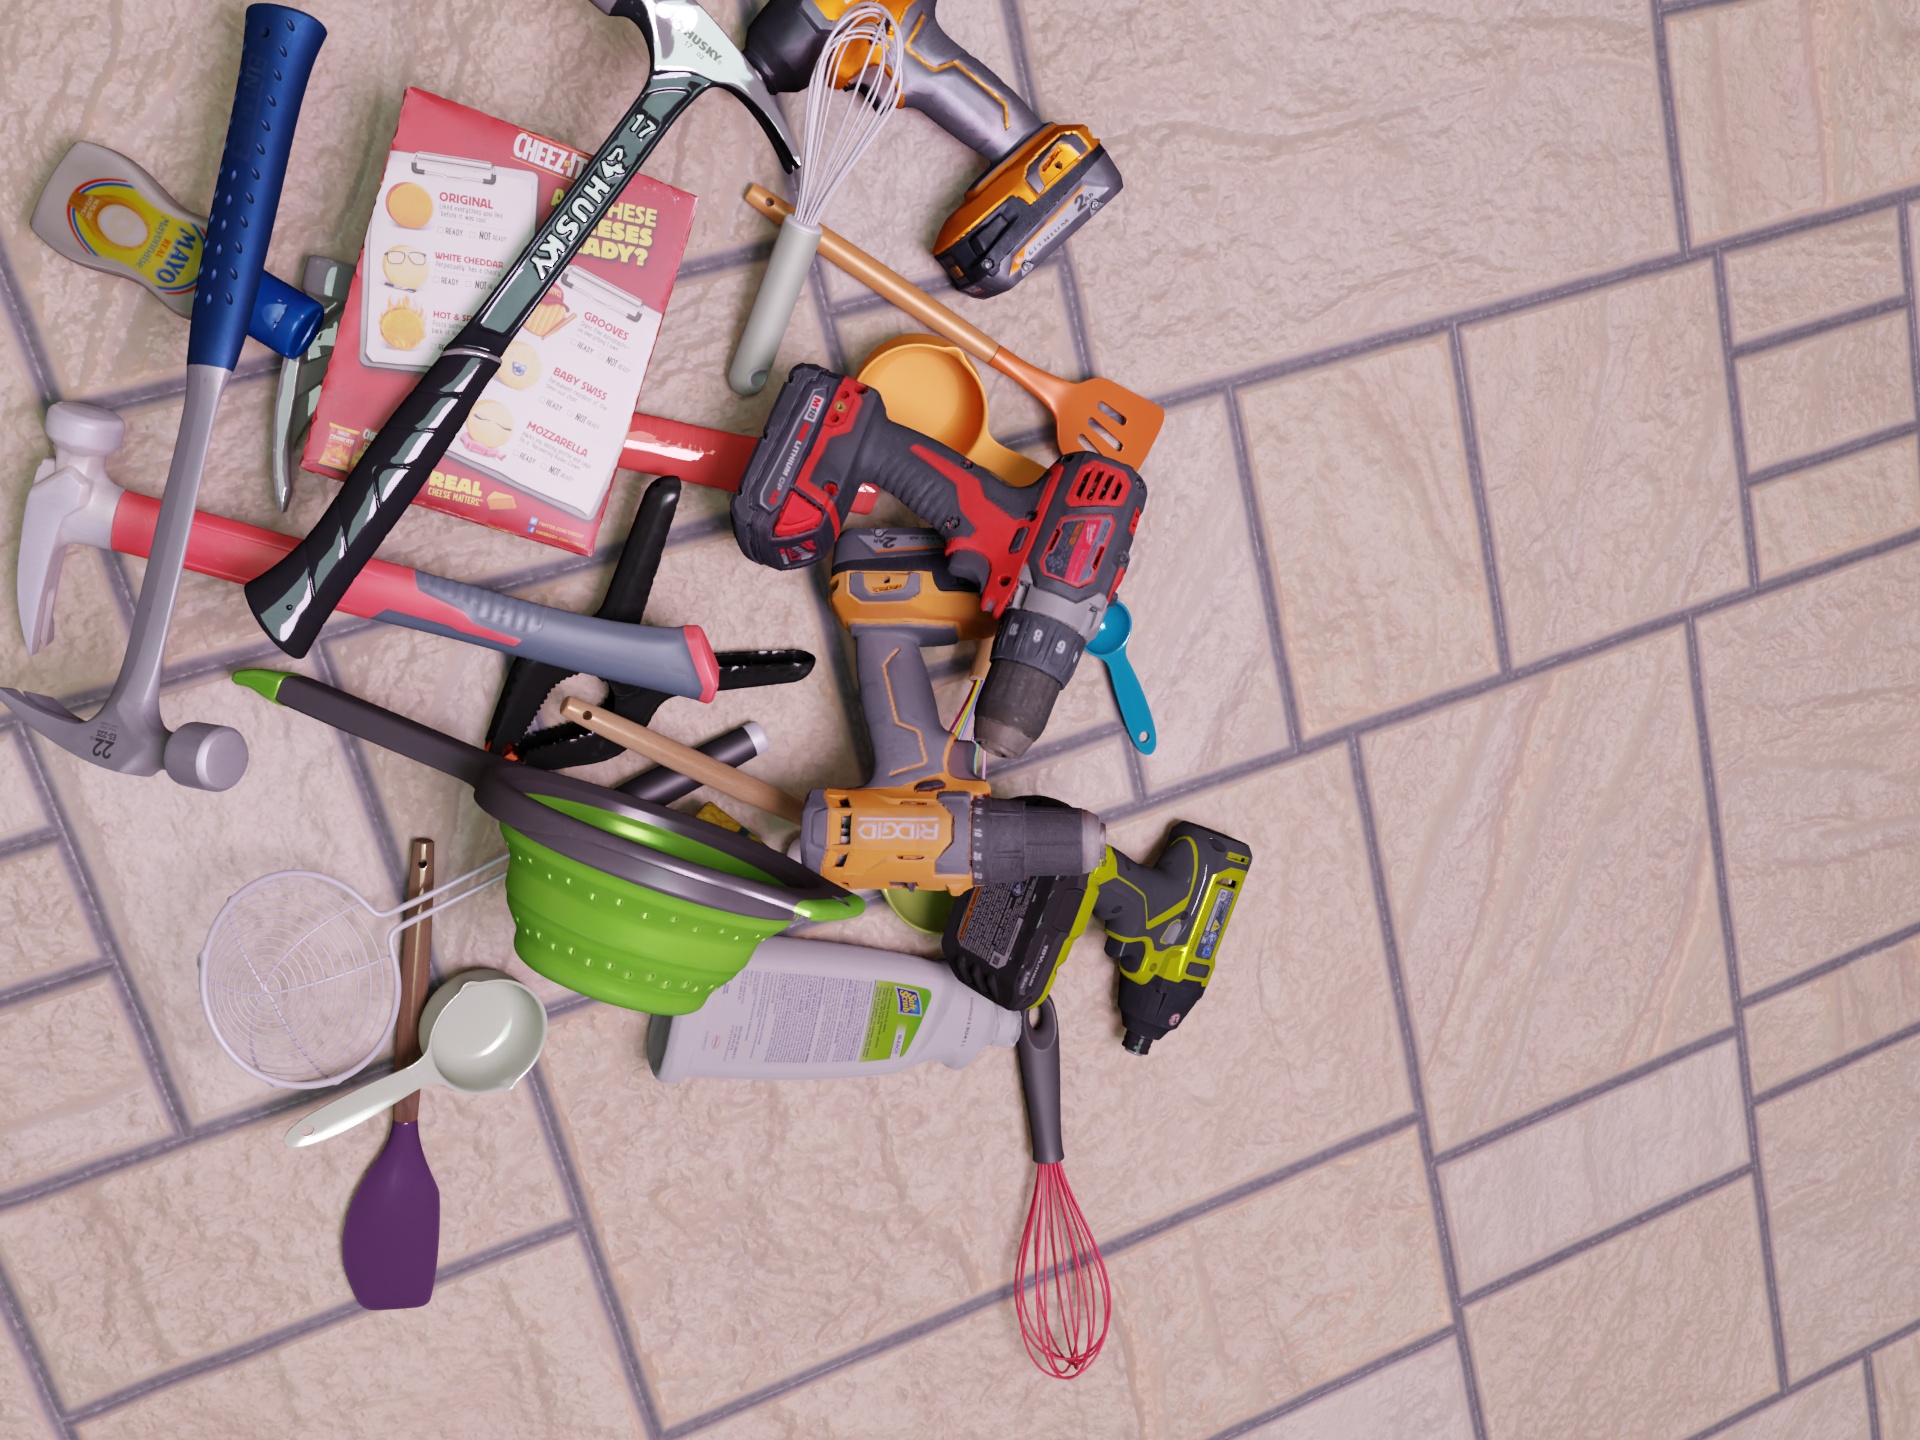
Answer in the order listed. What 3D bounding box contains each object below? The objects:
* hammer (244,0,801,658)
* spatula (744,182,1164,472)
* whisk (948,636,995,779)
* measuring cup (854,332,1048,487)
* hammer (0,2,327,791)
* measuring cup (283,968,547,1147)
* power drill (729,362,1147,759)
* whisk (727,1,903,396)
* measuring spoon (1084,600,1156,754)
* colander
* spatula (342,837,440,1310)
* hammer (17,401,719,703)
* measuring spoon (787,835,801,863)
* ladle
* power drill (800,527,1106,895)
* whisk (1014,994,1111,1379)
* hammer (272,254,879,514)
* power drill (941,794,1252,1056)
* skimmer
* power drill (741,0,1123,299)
[{"bbox_3d":[-0.245,-0.207,0.851,0.149,0.036,0.409,36,87,-20],"label":"hammer"},{"bbox_3d":[-0.001,-0.253,1.046,0.322,0.041,0.081,30,90,-17],"label":"spatula"},{"bbox_3d":[0.008,-0.006,1.050,0.047,0.051,0.245,21,74,-17],"label":"whisk"},{"bbox_3d":[0.009,-0.185,1.032,0.173,0.052,0.095,27,112,-17],"label":"measuring cup"},{"bbox_3d":[-0.399,-0.173,0.827,0.144,0.035,0.405,9,85,18],"label":"hammer"},{"bbox_3d":[-0.340,0.213,0.988,0.167,0.038,0.083,-27,116,-27],"label":"measuring cup"},{"bbox_3d":[-0.020,-0.095,0.940,0.226,0.080,0.188,21,79,4],"label":"power drill"},{"bbox_3d":[-0.092,-0.305,0.953,0.057,0.059,0.246,-12,136,-50],"label":"whisk"},{"bbox_3d":[0.112,-0.031,1.130,0.042,0.021,0.128,-29,117,-12],"label":"measuring spoon"},{"bbox_3d":[-0.255,0.074,0.900,0.397,0.204,0.094,21,90,13],"label":"colander"},{"bbox_3d":[-0.355,0.230,1.015,0.059,0.018,0.316,4,99,-20],"label":"spatula"},{"bbox_3d":[-0.333,-0.059,0.924,0.386,0.038,0.143,15,107,-13],"label":"hammer"},{"bbox_3d":[-0.121,0.119,1.039,0.124,0.018,0.034,-49,124,-43],"label":"measuring spoon"},{"bbox_3d":[-0.109,0.056,1.022,0.320,0.062,0.078,28,82,-30],"label":"ladle"},{"bbox_3d":[-0.002,-0.003,0.992,0.185,0.084,0.226,1,73,5],"label":"power drill"},{"bbox_3d":[0.067,0.338,1.160,0.073,0.073,0.296,-7,95,-17],"label":"whisk"},{"bbox_3d":[-0.226,-0.167,0.978,0.359,0.037,0.149,10,97,-20],"label":"hammer"},{"bbox_3d":[0.099,0.143,1.092,0.223,0.080,0.171,18,93,-44],"label":"power drill"},{"bbox_3d":[-0.272,0.091,0.965,0.363,0.090,0.127,-28,100,-18],"label":"skimmer"},{"bbox_3d":[-0.024,-0.375,0.987,0.164,0.084,0.226,-43,106,-5],"label":"power drill"}]
